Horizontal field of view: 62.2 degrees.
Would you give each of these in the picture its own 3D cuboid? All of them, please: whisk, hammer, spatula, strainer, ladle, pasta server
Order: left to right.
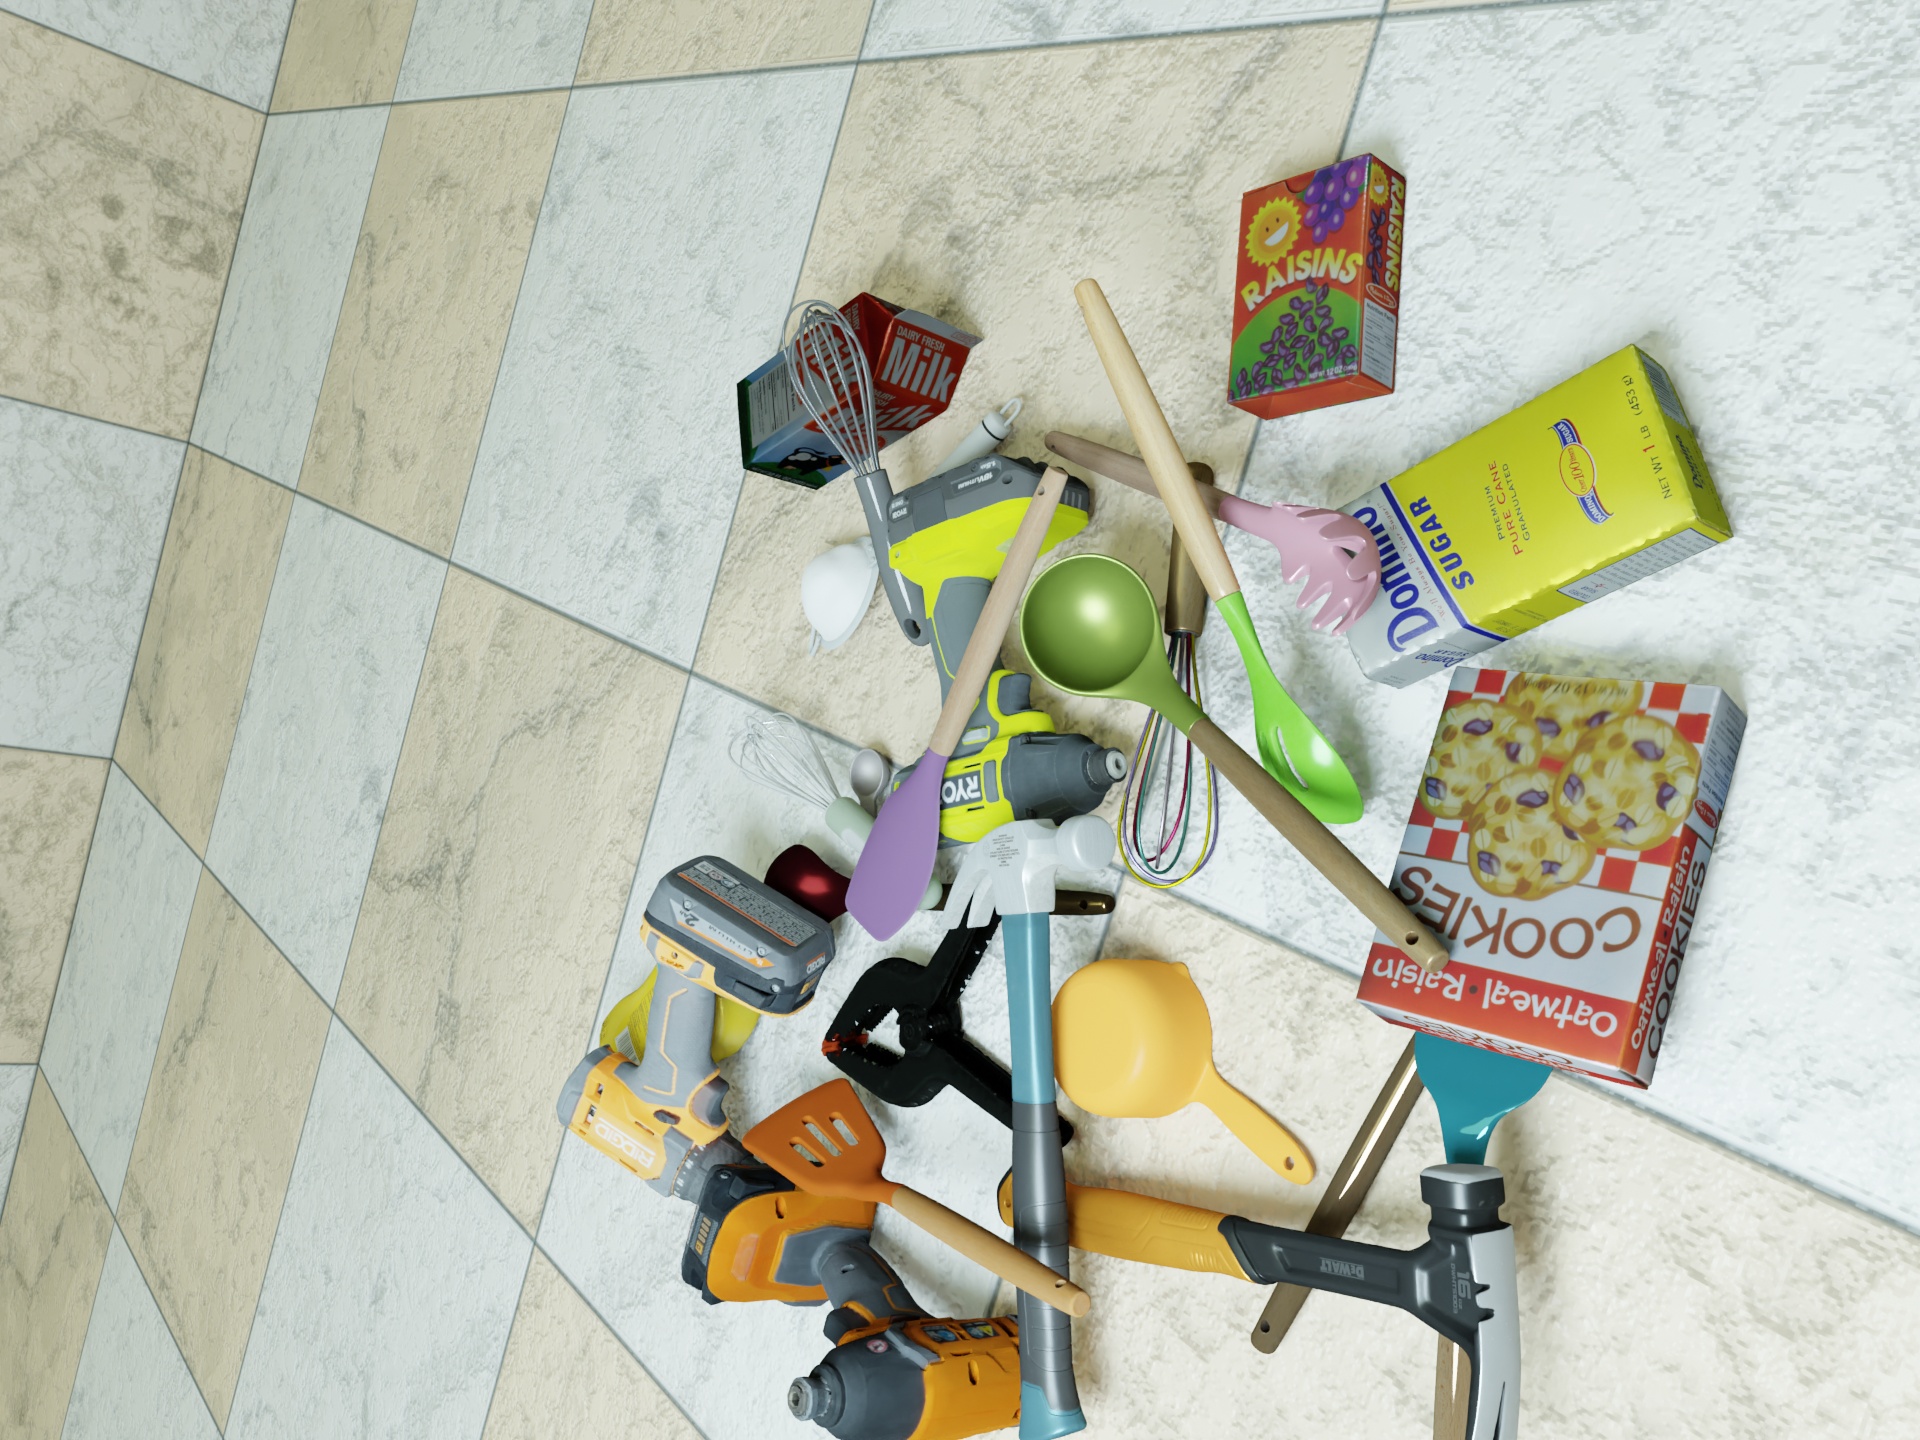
[{"bbox_3d":[-0.085,0.058,1.066,0.247,0.059,0.057,38,146,46],"label":"whisk"},{"bbox_3d":[-0.063,-0.161,1.053,0.055,0.055,0.239,-6,107,47],"label":"whisk"},{"bbox_3d":[-0.046,-0.134,1.101,0.258,0.050,0.087,-42,39,29],"label":"strainer"},{"bbox_3d":[-0.029,0.115,1.028,0.315,0.031,0.069,-4,86,42],"label":"ladle"},{"bbox_3d":[-0.025,0.269,0.896,0.323,0.081,0.041,1,115,60],"label":"spatula"},{"bbox_3d":[-0.001,-0.003,0.938,0.060,0.018,0.315,40,117,37],"label":"spatula"},{"bbox_3d":[0.041,0.219,0.859,0.128,0.033,0.331,-11,80,55],"label":"hammer"},{"bbox_3d":[0.119,-0.028,0.896,0.047,0.051,0.245,-8,73,52],"label":"whisk"},{"bbox_3d":[0.124,-0.119,0.869,0.316,0.040,0.060,37,147,55],"label":"pasta server"},{"bbox_3d":[0.127,0.014,0.790,0.078,0.062,0.320,-50,43,10],"label":"ladle"},{"bbox_3d":[0.128,0.269,0.793,0.337,0.034,0.127,-10,79,54],"label":"hammer"},{"bbox_3d":[0.232,0.254,0.716,0.082,0.044,0.317,4,92,39],"label":"spatula"}]

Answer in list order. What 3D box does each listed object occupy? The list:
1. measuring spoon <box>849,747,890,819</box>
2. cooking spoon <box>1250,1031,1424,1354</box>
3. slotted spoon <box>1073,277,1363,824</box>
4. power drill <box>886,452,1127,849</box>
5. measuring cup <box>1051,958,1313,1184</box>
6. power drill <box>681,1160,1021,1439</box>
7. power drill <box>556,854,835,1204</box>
[{"bbox_3d":[-0.056,0.081,1.085,0.034,0.018,0.124,-10,81,44],"label":"measuring spoon"},{"bbox_3d":[0.215,0.173,0.764,0.069,0.017,0.319,37,107,45],"label":"cooking spoon"},{"bbox_3d":[0.126,-0.086,0.820,0.070,0.031,0.314,133,114,-76],"label":"slotted spoon"},{"bbox_3d":[0.026,-0.041,0.977,0.171,0.080,0.223,-15,74,44],"label":"power drill"},{"bbox_3d":[0.112,0.192,0.845,0.174,0.052,0.095,36,108,47],"label":"measuring cup"},{"bbox_3d":[-0.073,0.342,0.932,0.227,0.164,0.084,22,98,49],"label":"power drill"},{"bbox_3d":[-0.161,0.229,1.075,0.185,0.084,0.226,30,110,14],"label":"power drill"}]
